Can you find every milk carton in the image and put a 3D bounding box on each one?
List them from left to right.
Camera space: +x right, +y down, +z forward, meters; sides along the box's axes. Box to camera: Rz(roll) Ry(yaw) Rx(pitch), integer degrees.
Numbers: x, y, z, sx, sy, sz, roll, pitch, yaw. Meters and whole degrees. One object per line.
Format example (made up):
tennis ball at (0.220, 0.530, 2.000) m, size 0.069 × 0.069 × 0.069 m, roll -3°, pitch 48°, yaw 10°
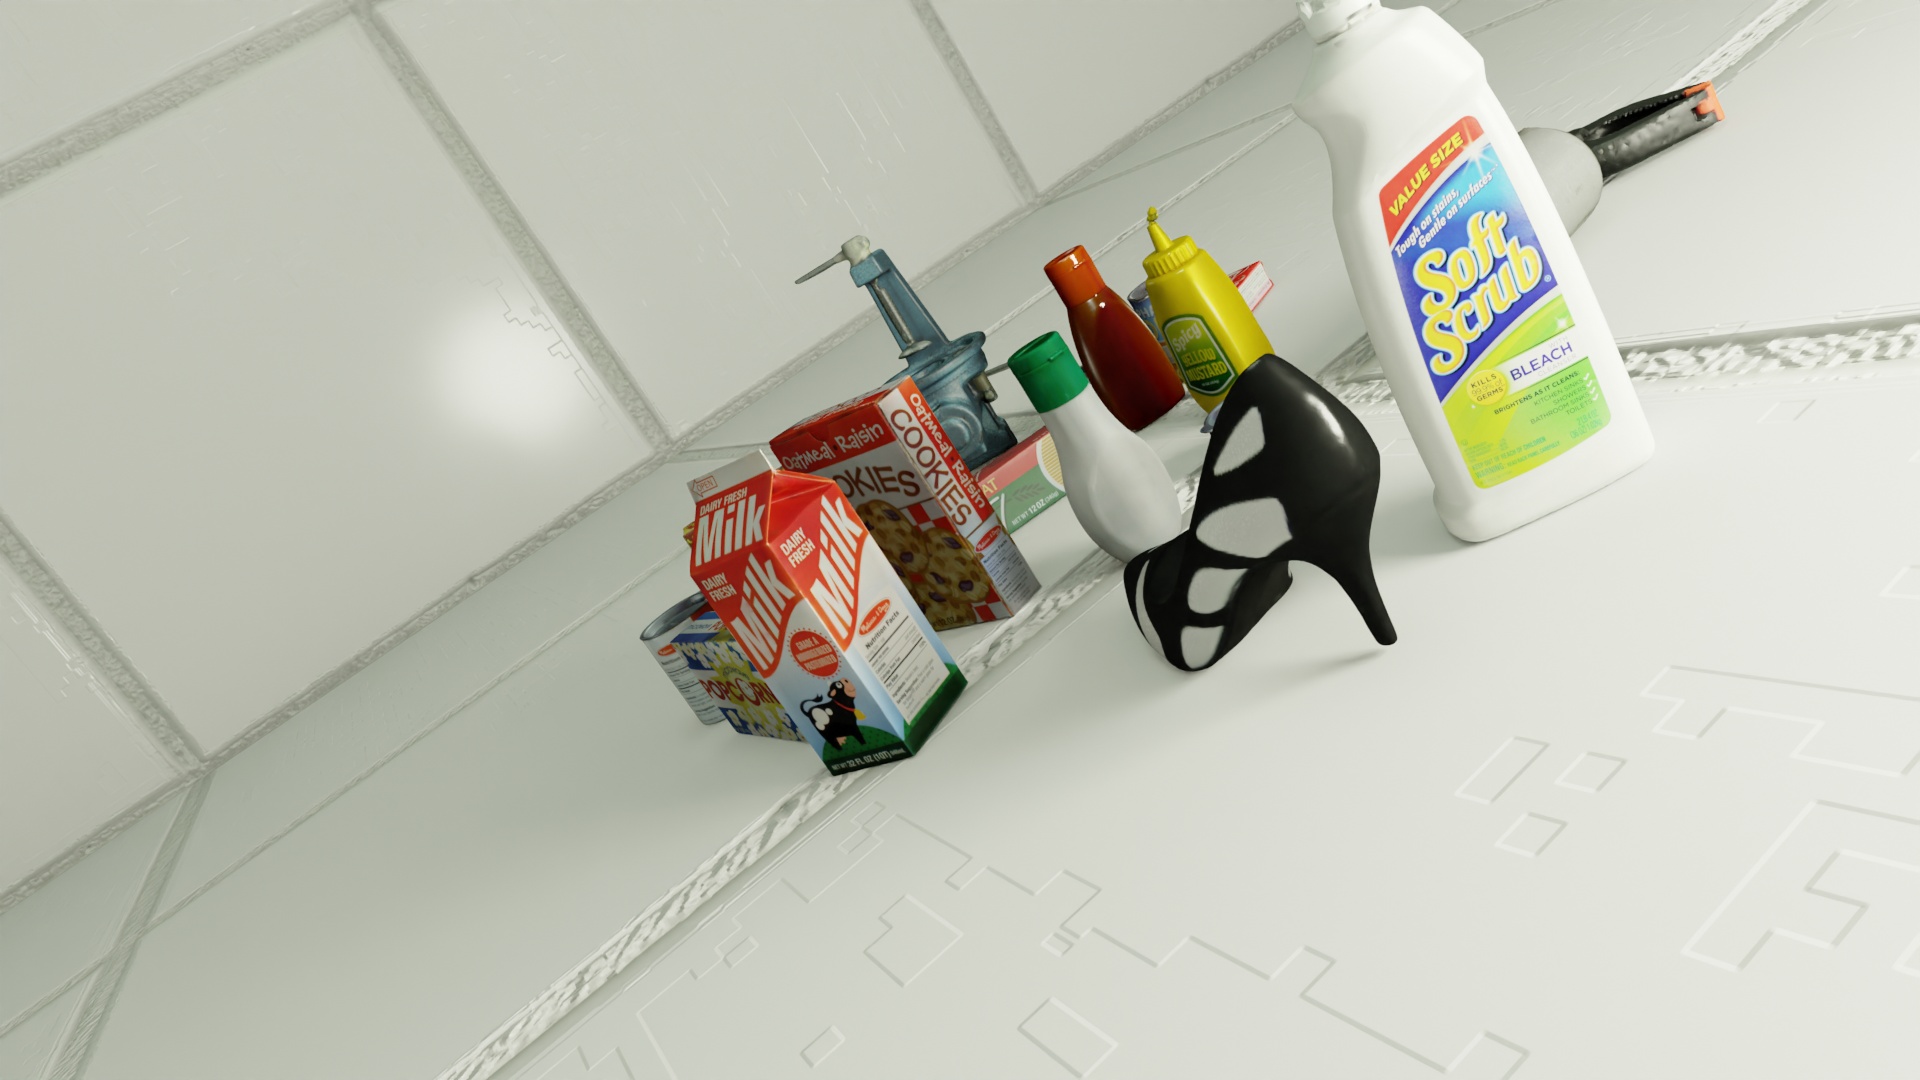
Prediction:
milk carton at (-0.085, 0.036, 0.803) m, size 0.072 × 0.190 × 0.074 m, roll -20°, pitch 19°, yaw 39°

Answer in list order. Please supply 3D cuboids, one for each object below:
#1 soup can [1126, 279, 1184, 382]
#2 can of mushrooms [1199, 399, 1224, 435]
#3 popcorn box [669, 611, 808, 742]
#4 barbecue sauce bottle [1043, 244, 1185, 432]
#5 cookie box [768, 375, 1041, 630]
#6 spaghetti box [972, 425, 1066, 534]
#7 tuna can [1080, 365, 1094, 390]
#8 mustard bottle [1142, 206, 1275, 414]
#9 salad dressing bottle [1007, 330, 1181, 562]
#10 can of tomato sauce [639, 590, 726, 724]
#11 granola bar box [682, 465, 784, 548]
soup can at (0.186, -0.181, 1.155) m, size 0.071 × 0.083 × 0.071 m, roll -30°, pitch 15°, yaw 9°
can of mushrooms at (0.194, -0.077, 0.909) m, size 0.071 × 0.033 × 0.071 m, roll -30°, pitch 15°, yaw 9°
popcorn box at (-0.138, 0.090, 0.941) m, size 0.038 × 0.085 × 0.126 m, roll -40°, pitch 17°, yaw -28°
barbecue sauce bottle at (0.118, -0.162, 1.104) m, size 0.065 × 0.148 × 0.043 m, roll -37°, pitch 15°, yaw -16°
cookie box at (-0.039, -0.017, 0.925) m, size 0.122 × 0.167 × 0.040 m, roll -15°, pitch 23°, yaw 48°
spaghetti box at (0.004, -0.013, 1.052) m, size 0.250 × 0.050 × 0.029 m, roll -35°, pitch 15°, yaw -11°
tuna can at (0.108, -0.132, 1.253) m, size 0.071 × 0.032 × 0.071 m, roll -30°, pitch 15°, yaw 9°
mustard bottle at (0.168, -0.164, 0.989) m, size 0.049 × 0.160 × 0.065 m, roll -43°, pitch 18°, yaw -34°
salad dressing bottle at (0.081, -0.057, 0.850) m, size 0.064 × 0.147 × 0.044 m, roll -39°, pitch 16°, yaw -23°
can of tomato sauce at (-0.192, 0.087, 1.060) m, size 0.071 × 0.083 × 0.071 m, roll -30°, pitch 15°, yaw 9°
granola bar box at (-0.119, -0.001, 1.114) m, size 0.165 × 0.124 × 0.039 m, roll -33°, pitch 15°, yaw -2°
